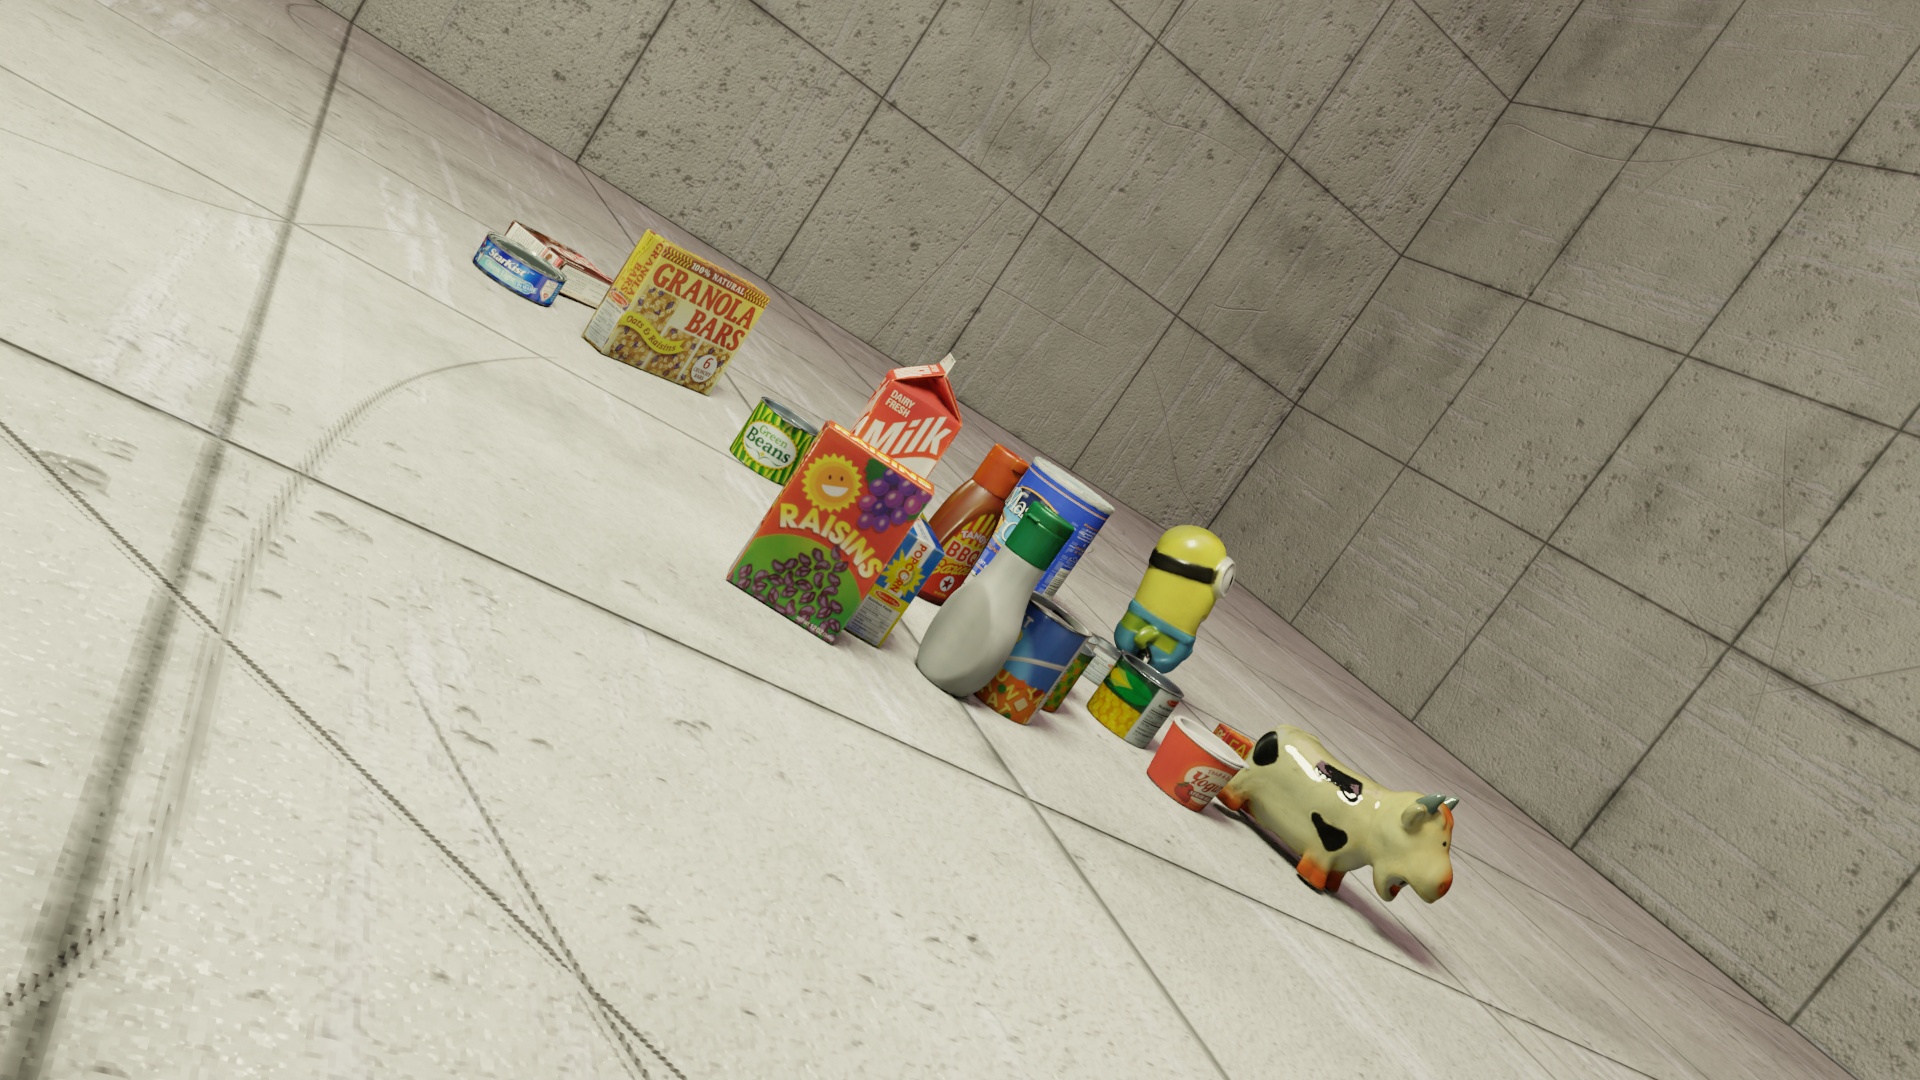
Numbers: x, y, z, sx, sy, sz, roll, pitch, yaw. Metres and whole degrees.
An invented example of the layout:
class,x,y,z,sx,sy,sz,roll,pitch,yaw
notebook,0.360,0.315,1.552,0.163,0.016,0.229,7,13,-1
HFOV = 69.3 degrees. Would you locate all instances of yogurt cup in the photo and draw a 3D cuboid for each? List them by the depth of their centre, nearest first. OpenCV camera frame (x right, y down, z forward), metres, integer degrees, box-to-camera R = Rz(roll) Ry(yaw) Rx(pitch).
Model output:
class,x,y,z,sx,sy,sz,roll,pitch,yaw
yogurt cup,0.189,0.184,1.135,0.072,0.054,0.072,33,8,-5

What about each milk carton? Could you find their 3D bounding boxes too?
class,x,y,z,sx,sy,sz,roll,pitch,yaw
milk carton,-0.060,-0.079,1.191,0.073,0.190,0.072,33,8,-12

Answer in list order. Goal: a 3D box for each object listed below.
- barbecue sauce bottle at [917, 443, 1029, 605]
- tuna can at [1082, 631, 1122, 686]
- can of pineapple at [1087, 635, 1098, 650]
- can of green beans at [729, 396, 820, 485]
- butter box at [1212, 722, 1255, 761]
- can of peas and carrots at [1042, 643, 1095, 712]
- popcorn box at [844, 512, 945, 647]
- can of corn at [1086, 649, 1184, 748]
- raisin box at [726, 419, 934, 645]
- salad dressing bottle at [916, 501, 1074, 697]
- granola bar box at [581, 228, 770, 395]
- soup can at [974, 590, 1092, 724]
class,x,y,z,sx,sy,sz,roll,pitch,yaw
barbecue sauce bottle,0.004,-0.015,1.224,0.065,0.148,0.044,25,12,-49
tuna can,0.138,0.119,1.371,0.071,0.032,0.071,33,8,-5
can of pineapple,0.075,0.092,1.203,0.071,0.057,0.071,33,8,-5
can of green beans,-0.172,-0.092,1.292,0.071,0.057,0.071,33,8,-5
butter box,0.263,0.212,1.258,0.103,0.053,0.024,32,8,-17
can of peas and carrots,0.066,0.098,1.134,0.071,0.058,0.071,33,8,-5
popcorn box,-0.058,0.016,1.028,0.038,0.085,0.127,32,9,-18
can of corn,0.152,0.139,1.225,0.071,0.058,0.071,33,8,-5
raisin box,-0.085,-0.006,0.923,0.086,0.123,0.040,33,8,-9
salad dressing bottle,0.027,0.042,0.997,0.044,0.147,0.064,25,12,-48
granola bar box,-0.282,-0.225,1.389,0.039,0.124,0.165,39,9,28
soup can,0.047,0.085,1.048,0.071,0.083,0.071,33,8,-5
